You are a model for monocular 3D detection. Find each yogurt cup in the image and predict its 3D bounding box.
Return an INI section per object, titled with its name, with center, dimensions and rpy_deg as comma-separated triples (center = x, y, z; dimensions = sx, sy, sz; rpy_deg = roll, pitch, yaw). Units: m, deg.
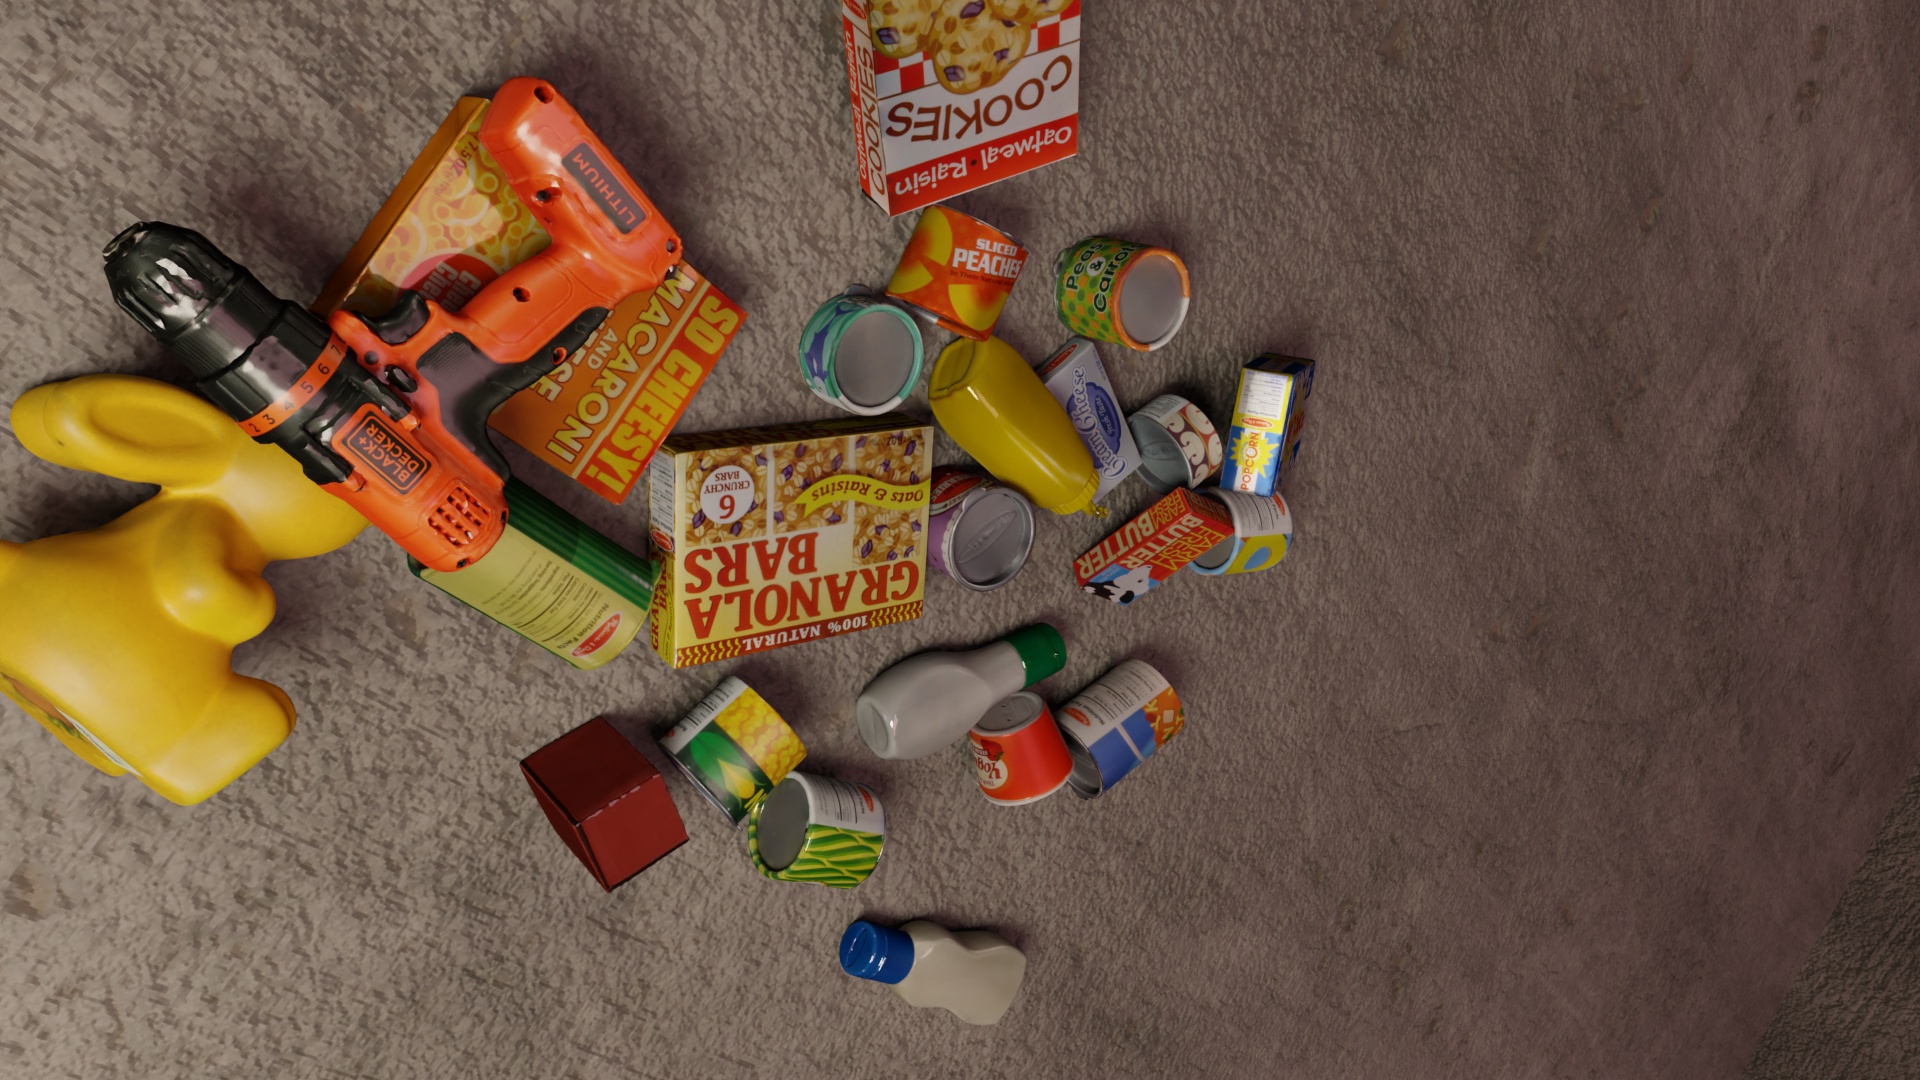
[yogurt cup]
center = 0.038, 0.138, 0.941
dimensions = 0.073, 0.072, 0.053
rpy_deg = -30, 115, -26

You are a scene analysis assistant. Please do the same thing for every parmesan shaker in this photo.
[parmesan shaker]
center = -0.211, 0.011, 0.694
dimensions = 0.103, 0.071, 0.071
rpy_deg = 40, 80, -39

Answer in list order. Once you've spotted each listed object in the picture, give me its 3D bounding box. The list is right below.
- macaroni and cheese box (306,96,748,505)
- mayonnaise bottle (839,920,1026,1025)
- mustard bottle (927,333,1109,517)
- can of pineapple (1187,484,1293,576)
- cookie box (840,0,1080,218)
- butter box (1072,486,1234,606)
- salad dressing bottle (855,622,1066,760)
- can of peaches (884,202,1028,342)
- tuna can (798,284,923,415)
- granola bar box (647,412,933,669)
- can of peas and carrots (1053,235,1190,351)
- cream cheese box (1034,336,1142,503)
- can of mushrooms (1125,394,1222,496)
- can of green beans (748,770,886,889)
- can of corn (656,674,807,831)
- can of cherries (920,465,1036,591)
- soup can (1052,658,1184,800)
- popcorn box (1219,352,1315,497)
[macaroni and cheese box]
center = -0.202, -0.112, 0.674
dimensions = 0.166, 0.040, 0.124
rpy_deg = 38, 81, -40
[mayonnaise bottle]
center = -0.019, 0.297, 0.970
dimensions = 0.148, 0.041, 0.065
rpy_deg = 29, 87, -40
[mustard bottle]
center = 0.044, -0.059, 0.865
dimensions = 0.160, 0.048, 0.065
rpy_deg = 45, 46, -33
[can of pineapple]
center = 0.197, -0.007, 1.010
dimensions = 0.058, 0.071, 0.070
rpy_deg = -5, 109, -36
[cookie box]
center = 0.002, -0.266, 0.732
dimensions = 0.123, 0.040, 0.166
rpy_deg = -23, 140, -17
[butter box]
center = 0.132, 0.005, 0.952
dimensions = 0.053, 0.024, 0.103
rpy_deg = 20, 133, -41
[salad dressing bottle]
center = 0.004, 0.095, 0.911
dimensions = 0.148, 0.044, 0.064
rpy_deg = -21, 116, -32
[can of peaches]
center = -0.001, -0.152, 0.796
dimensions = 0.071, 0.071, 0.058
rpy_deg = 24, 92, -41
[tuna can]
center = -0.056, -0.108, 0.795
dimensions = 0.071, 0.033, 0.070
rpy_deg = -15, 116, -33
[granola bar box]
center = -0.096, -0.004, 0.798
dimensions = 0.166, 0.039, 0.123
rpy_deg = -10, 112, -36
[can of peas and carrots]
center = 0.102, -0.159, 0.882
dimensions = 0.071, 0.059, 0.070
rpy_deg = -15, 115, -34
[cream cheese box]
center = 0.080, -0.077, 0.919
dimensions = 0.053, 0.024, 0.103
rpy_deg = -41, 127, -17
[can of mushrooms]
center = 0.144, -0.063, 0.946
dimensions = 0.033, 0.071, 0.070
rpy_deg = -37, 126, -23
[can of green beans]
center = -0.089, 0.178, 0.854
dimensions = 0.058, 0.071, 0.071
rpy_deg = 20, 94, -40
[can of corn]
center = -0.129, 0.122, 0.799
dimensions = 0.058, 0.071, 0.071
rpy_deg = -44, 128, -17
[can of cherries]
center = 0.003, -0.011, 0.861
dimensions = 0.072, 0.058, 0.071
rpy_deg = -14, 115, -33
[soup can]
center = 0.109, 0.135, 0.993
dimensions = 0.084, 0.071, 0.071
rpy_deg = -33, 124, -25
[popcorn box]
center = 0.217, -0.084, 0.974
dimensions = 0.127, 0.038, 0.085
rpy_deg = -30, 130, -67
